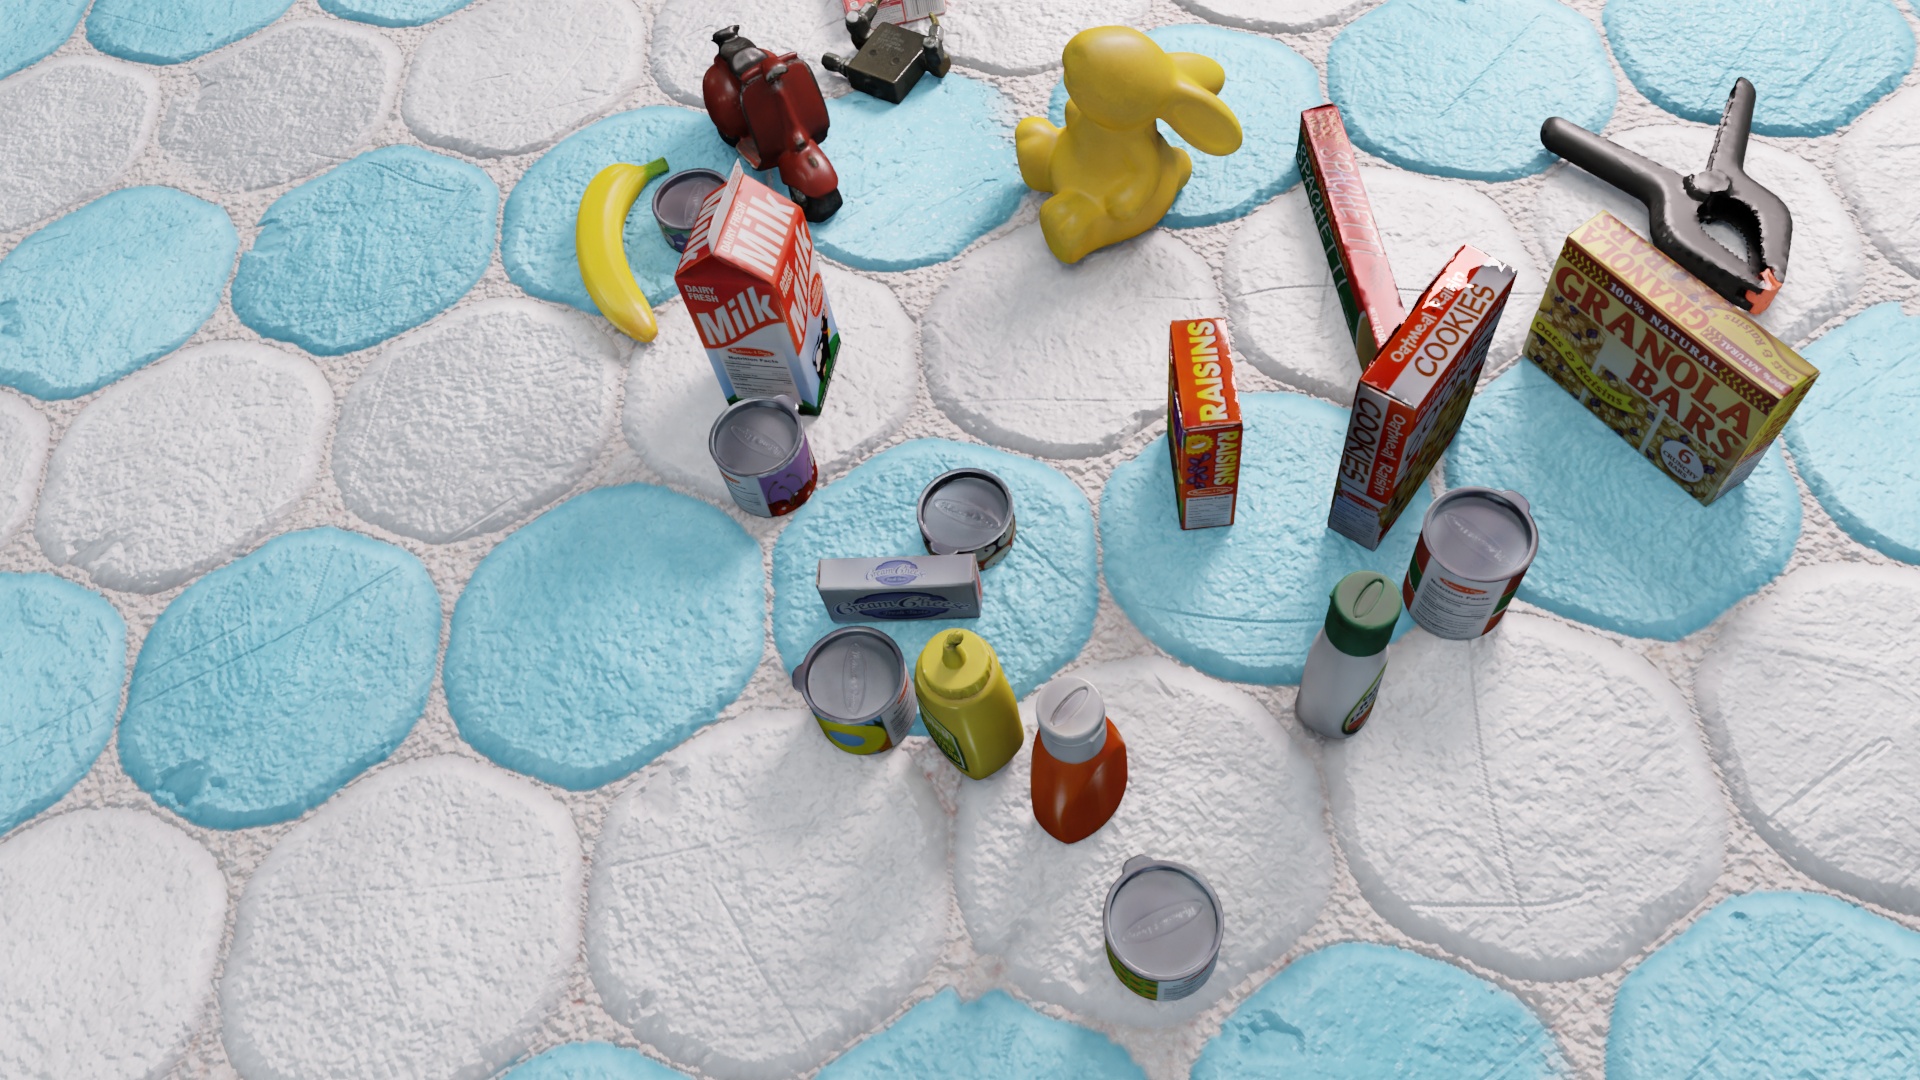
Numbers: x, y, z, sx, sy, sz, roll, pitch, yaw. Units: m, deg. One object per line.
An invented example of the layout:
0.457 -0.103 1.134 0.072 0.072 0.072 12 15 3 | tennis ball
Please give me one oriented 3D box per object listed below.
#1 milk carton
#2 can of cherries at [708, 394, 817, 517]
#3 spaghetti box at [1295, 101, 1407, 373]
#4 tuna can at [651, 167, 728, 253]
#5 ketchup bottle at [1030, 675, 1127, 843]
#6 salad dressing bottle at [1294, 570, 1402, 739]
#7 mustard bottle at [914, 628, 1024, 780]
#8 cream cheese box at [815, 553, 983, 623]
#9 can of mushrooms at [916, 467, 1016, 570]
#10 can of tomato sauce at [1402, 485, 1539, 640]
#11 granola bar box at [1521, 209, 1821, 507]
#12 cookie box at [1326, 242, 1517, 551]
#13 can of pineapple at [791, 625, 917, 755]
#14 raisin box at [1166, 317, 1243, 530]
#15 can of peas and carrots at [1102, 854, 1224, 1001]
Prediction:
-0.141 -0.171 0.965 0.073 0.189 0.072 6 62 11 | milk carton
-0.135 -0.060 0.976 0.071 0.058 0.072 -3 60 6 | can of cherries
0.287 -0.215 1.017 0.029 0.050 0.251 -8 59 3 | spaghetti box
-0.209 -0.265 1.118 0.071 0.032 0.071 -3 60 5 | tuna can
0.067 0.123 0.792 0.043 0.148 0.065 37 71 24 | ketchup bottle
0.225 0.067 0.805 0.044 0.147 0.064 31 69 22 | salad dressing bottle
0.001 0.089 0.814 0.049 0.159 0.065 -38 63 -14 | mustard bottle
-0.039 0.032 0.913 0.104 0.053 0.024 -2 60 6 | cream cheese box
0.003 -0.012 0.945 0.071 0.033 0.071 -3 60 5 | can of mushrooms
0.315 0.014 0.862 0.071 0.082 0.071 -3 60 6 | can of tomato sauce
0.449 -0.116 0.896 0.039 0.123 0.166 -33 62 -11 | granola bar box
0.286 -0.086 0.874 0.040 0.166 0.123 32 69 22 | cookie box
-0.065 0.095 0.878 0.071 0.057 0.071 -3 60 6 | can of pineapple
0.158 -0.075 0.910 0.040 0.123 0.086 -4 60 5 | raisin box
0.112 0.219 0.783 0.071 0.058 0.071 -3 60 6 | can of peas and carrots
